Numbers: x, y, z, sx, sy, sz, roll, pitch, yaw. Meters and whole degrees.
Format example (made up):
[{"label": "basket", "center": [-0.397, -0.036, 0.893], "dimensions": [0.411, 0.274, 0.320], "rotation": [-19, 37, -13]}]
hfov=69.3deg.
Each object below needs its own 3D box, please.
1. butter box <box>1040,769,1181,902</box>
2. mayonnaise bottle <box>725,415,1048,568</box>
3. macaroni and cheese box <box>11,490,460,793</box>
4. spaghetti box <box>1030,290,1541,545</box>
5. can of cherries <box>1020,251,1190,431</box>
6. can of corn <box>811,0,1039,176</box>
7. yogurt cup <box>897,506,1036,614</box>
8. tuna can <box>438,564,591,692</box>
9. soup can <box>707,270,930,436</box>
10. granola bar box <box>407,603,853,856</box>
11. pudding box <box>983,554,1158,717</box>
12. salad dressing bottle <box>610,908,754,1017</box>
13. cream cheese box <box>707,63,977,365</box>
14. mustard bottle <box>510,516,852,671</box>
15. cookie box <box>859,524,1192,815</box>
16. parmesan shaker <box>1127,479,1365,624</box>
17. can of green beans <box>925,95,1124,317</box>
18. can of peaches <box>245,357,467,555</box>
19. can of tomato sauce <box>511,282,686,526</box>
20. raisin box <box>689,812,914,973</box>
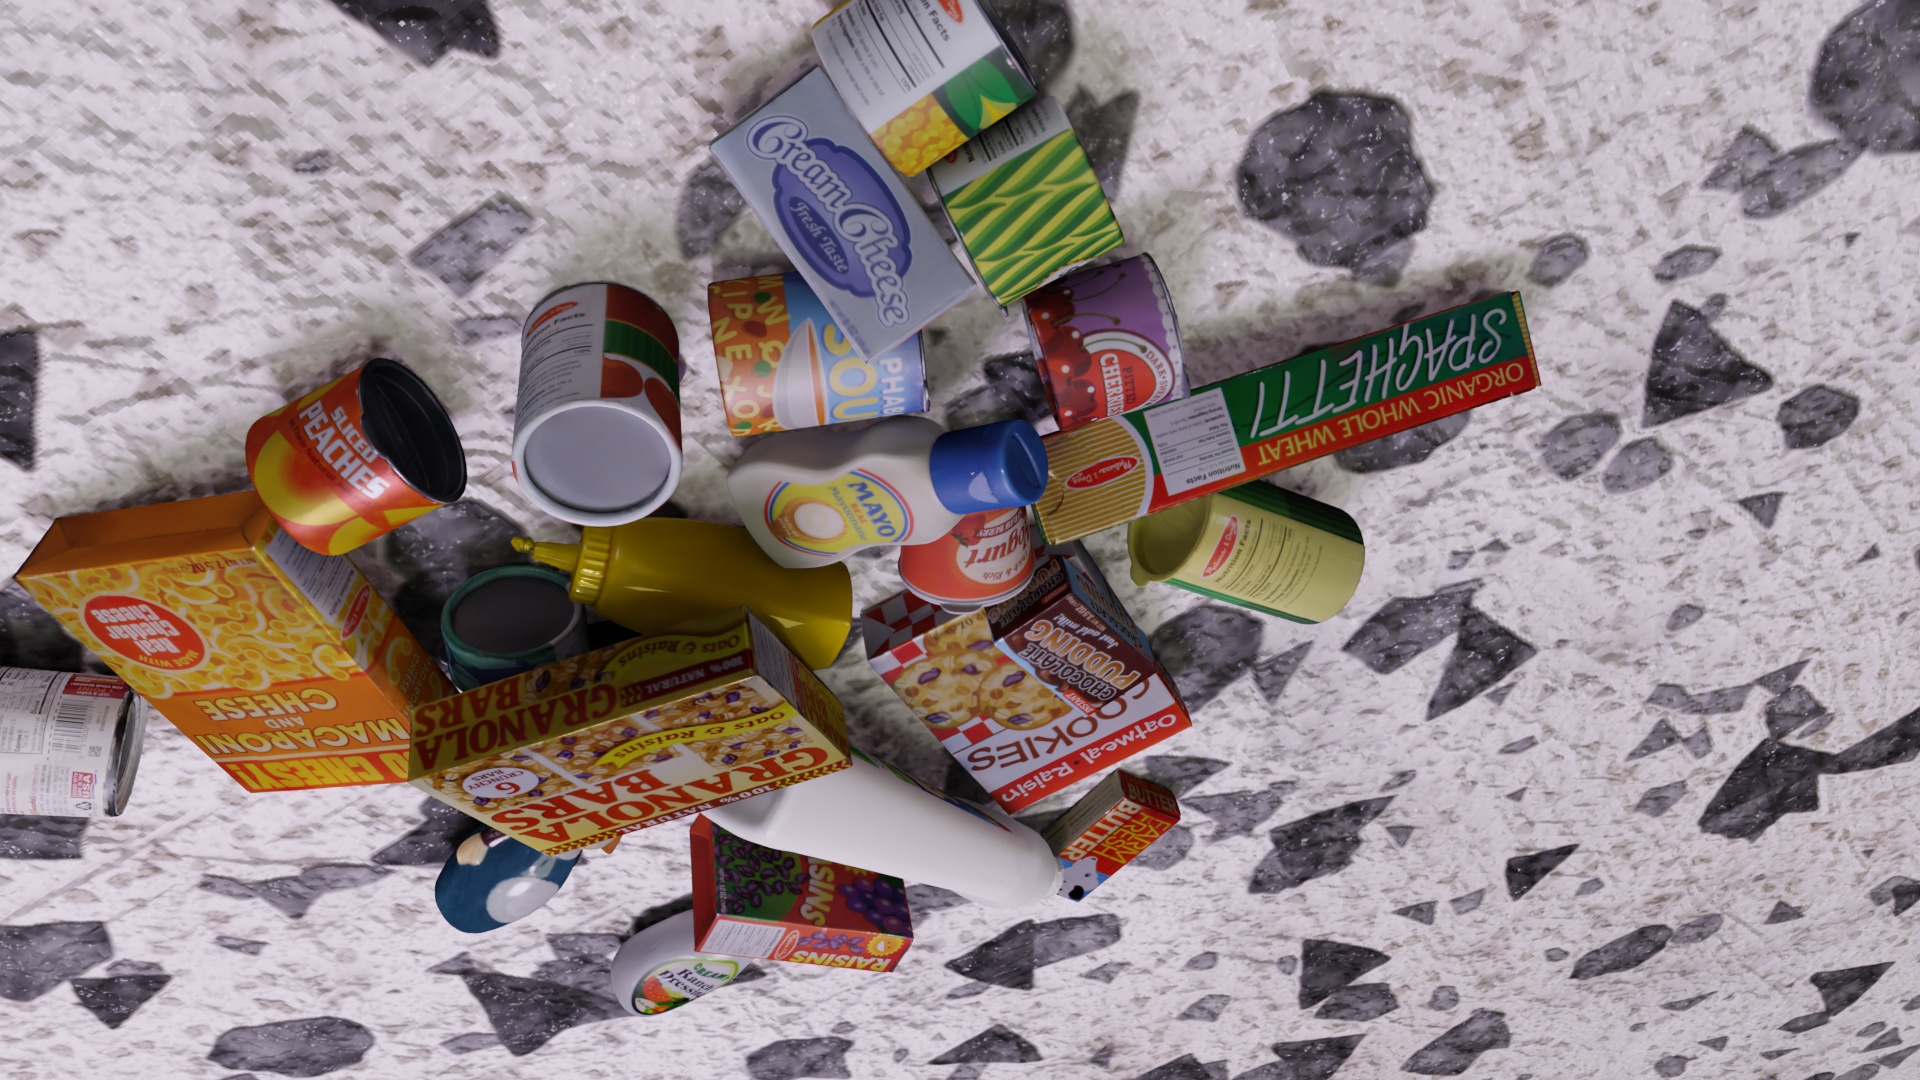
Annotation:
[{"label": "butter box", "center": [0.089, 0.193, 0.900], "dimensions": [0.053, 0.024, 0.103], "rotation": [27, 120, -32]}, {"label": "mayonnaise bottle", "center": [-0.033, -0.024, 0.614], "dimensions": [0.148, 0.041, 0.064], "rotation": [-8, 124, 36]}, {"label": "macaroni and cheese box", "center": [-0.318, 0.051, 0.638], "dimensions": [0.124, 0.040, 0.165], "rotation": [-6, 136, 14]}, {"label": "spaghetti box", "center": [0.149, -0.058, 0.650], "dimensions": [0.250, 0.028, 0.050], "rotation": [-18, 95, -7]}, {"label": "can of cherries", "center": [0.063, -0.085, 0.607], "dimensions": [0.058, 0.072, 0.071], "rotation": [-16, 133, 1]}, {"label": "can of corn", "center": [-0.012, -0.176, 0.511], "dimensions": [0.058, 0.071, 0.071], "rotation": [-30, 132, 15]}, {"label": "yogurt cup", "center": [0.002, -0.008, 0.669], "dimensions": [0.072, 0.073, 0.053], "rotation": [-7, 125, -7]}, {"label": "tuna can", "center": [-0.213, 0.044, 0.660], "dimensions": [0.071, 0.071, 0.032], "rotation": [-3, 131, -12]}, {"label": "soup can", "center": [-0.059, -0.079, 0.582], "dimensions": [0.084, 0.072, 0.071], "rotation": [-9, 133, -6]}, {"label": "granola bar box", "center": [-0.149, 0.093, 0.651], "dimensions": [0.165, 0.039, 0.123], "rotation": [-18, 149, 8]}, {"label": "pudding box", "center": [0.056, 0.050, 0.702], "dimensions": [0.049, 0.030, 0.083], "rotation": [-35, 129, 17]}, {"label": "salad dressing bottle", "center": [-0.149, 0.253, 0.881], "dimensions": [0.147, 0.044, 0.064], "rotation": [-28, 133, 12]}, {"label": "cream cheese box", "center": [-0.045, -0.124, 0.535], "dimensions": [0.053, 0.024, 0.103], "rotation": [-36, 97, -2]}, {"label": "mustard bottle", "center": [-0.133, 0.019, 0.662], "dimensions": [0.160, 0.065, 0.048], "rotation": [14, 126, -18]}, {"label": "cookie box", "center": [0.040, 0.073, 0.768], "dimensions": [0.123, 0.040, 0.167], "rotation": [-28, 131, 11]}, {"label": "parmesan shaker", "center": [0.145, 0.003, 0.712], "dimensions": [0.103, 0.071, 0.071], "rotation": [17, 126, -27]}, {"label": "can of green beans", "center": [0.026, -0.135, 0.556], "dimensions": [0.058, 0.071, 0.071], "rotation": [-26, 132, 9]}, {"label": "can of peaches", "center": [-0.251, -0.034, 0.576], "dimensions": [0.058, 0.071, 0.071], "rotation": [-24, 133, 9]}, {"label": "can of tomato sauce", "center": [-0.147, -0.055, 0.573], "dimensions": [0.071, 0.083, 0.070], "rotation": [-7, 133, -7]}, {"label": "raisin box", "center": [-0.095, 0.204, 0.822], "dimensions": [0.123, 0.086, 0.040], "rotation": [15, 125, -25]}]
